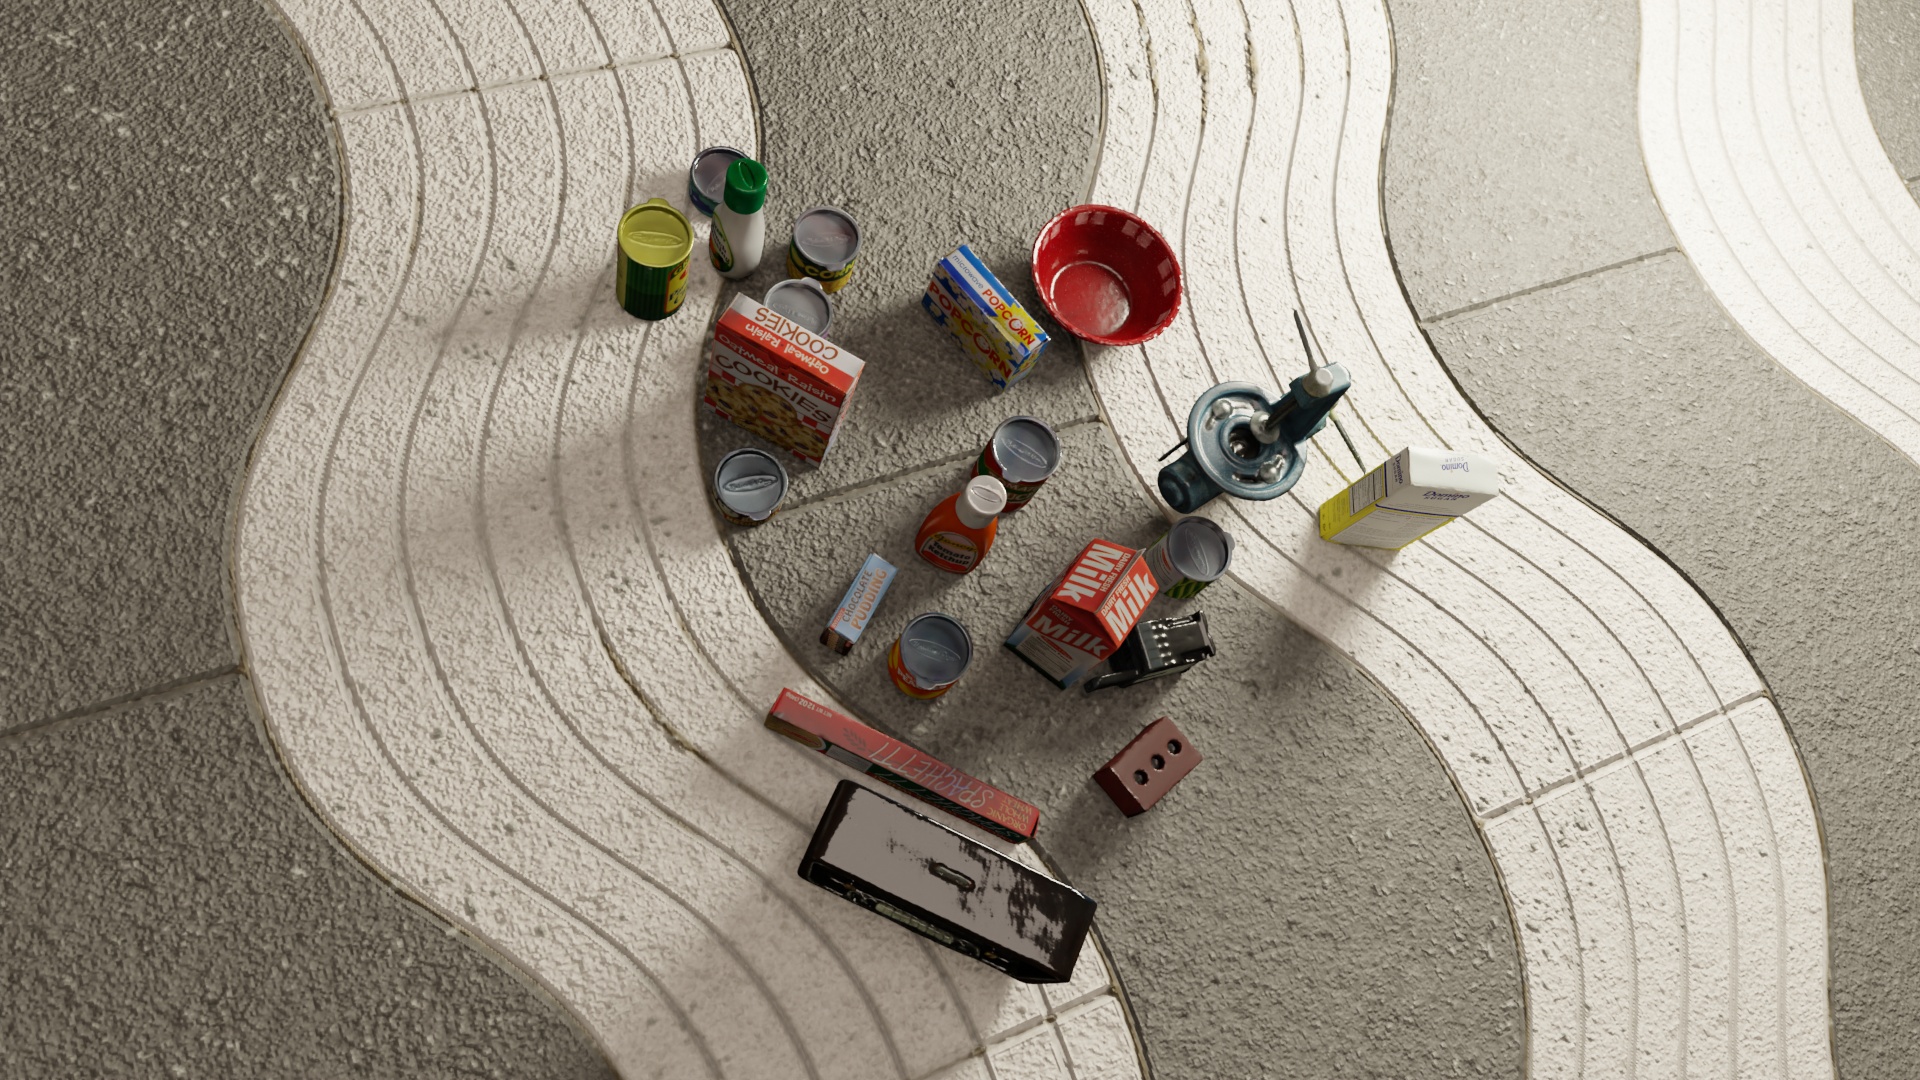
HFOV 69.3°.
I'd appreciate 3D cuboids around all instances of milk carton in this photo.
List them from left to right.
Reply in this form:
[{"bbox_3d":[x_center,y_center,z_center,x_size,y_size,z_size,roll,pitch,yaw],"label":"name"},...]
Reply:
[{"bbox_3d":[0.109,0.062,1.211,0.073,0.189,0.072,38,66,1],"label":"milk carton"}]

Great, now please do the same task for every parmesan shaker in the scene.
[{"bbox_3d":[-0.281,-0.256,1.275,0.071,0.102,0.071,5,70,-13],"label":"parmesan shaker"}]

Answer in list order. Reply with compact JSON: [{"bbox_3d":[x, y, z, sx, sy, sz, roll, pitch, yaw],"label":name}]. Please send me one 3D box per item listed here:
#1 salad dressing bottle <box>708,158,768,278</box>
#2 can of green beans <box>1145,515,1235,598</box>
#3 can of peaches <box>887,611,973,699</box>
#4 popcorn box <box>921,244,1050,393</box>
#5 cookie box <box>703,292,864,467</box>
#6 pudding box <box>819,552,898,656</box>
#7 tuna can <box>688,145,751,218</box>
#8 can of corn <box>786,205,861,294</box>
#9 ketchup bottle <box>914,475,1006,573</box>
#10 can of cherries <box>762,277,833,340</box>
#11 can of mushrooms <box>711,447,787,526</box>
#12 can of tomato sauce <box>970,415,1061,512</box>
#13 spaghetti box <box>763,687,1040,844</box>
[{"bbox_3d":[-0.204,-0.298,1.286,0.044,0.147,0.064,-19,77,-20],"label":"salad dressing bottle"},{"bbox_3d":[0.218,0.017,1.328,0.071,0.057,0.071,5,69,-13],"label":"can of green beans"},{"bbox_3d":[-0.028,0.105,1.232,0.071,0.058,0.071,5,69,-13],"label":"can of peaches"},{"bbox_3d":[0.022,-0.214,1.348,0.038,0.085,0.127,-38,83,-23],"label":"popcorn box"},{"bbox_3d":[-0.160,-0.137,1.227,0.123,0.166,0.040,28,66,-3],"label":"cookie box"},{"bbox_3d":[-0.091,0.057,1.238,0.030,0.049,0.084,31,66,-2],"label":"pudding box"},{"bbox_3d":[-0.230,-0.348,1.360,0.071,0.032,0.071,5,69,-13],"label":"tuna can"},{"bbox_3d":[-0.133,-0.278,1.346,0.071,0.058,0.071,5,69,-13],"label":"can of corn"},{"bbox_3d":[0.004,-0.015,1.235,0.065,0.148,0.044,23,67,-6],"label":"ketchup bottle"},{"bbox_3d":[-0.156,-0.206,1.313,0.071,0.058,0.072,5,69,-13],"label":"can of cherries"},{"bbox_3d":[-0.191,-0.046,1.258,0.071,0.033,0.071,5,69,-13],"label":"can of mushrooms"},{"bbox_3d":[0.050,-0.069,1.303,0.071,0.082,0.071,5,69,-13],"label":"can of tomato sauce"},{"bbox_3d":[-0.049,0.196,1.197,0.250,0.050,0.029,26,66,-4],"label":"spaghetti box"}]
